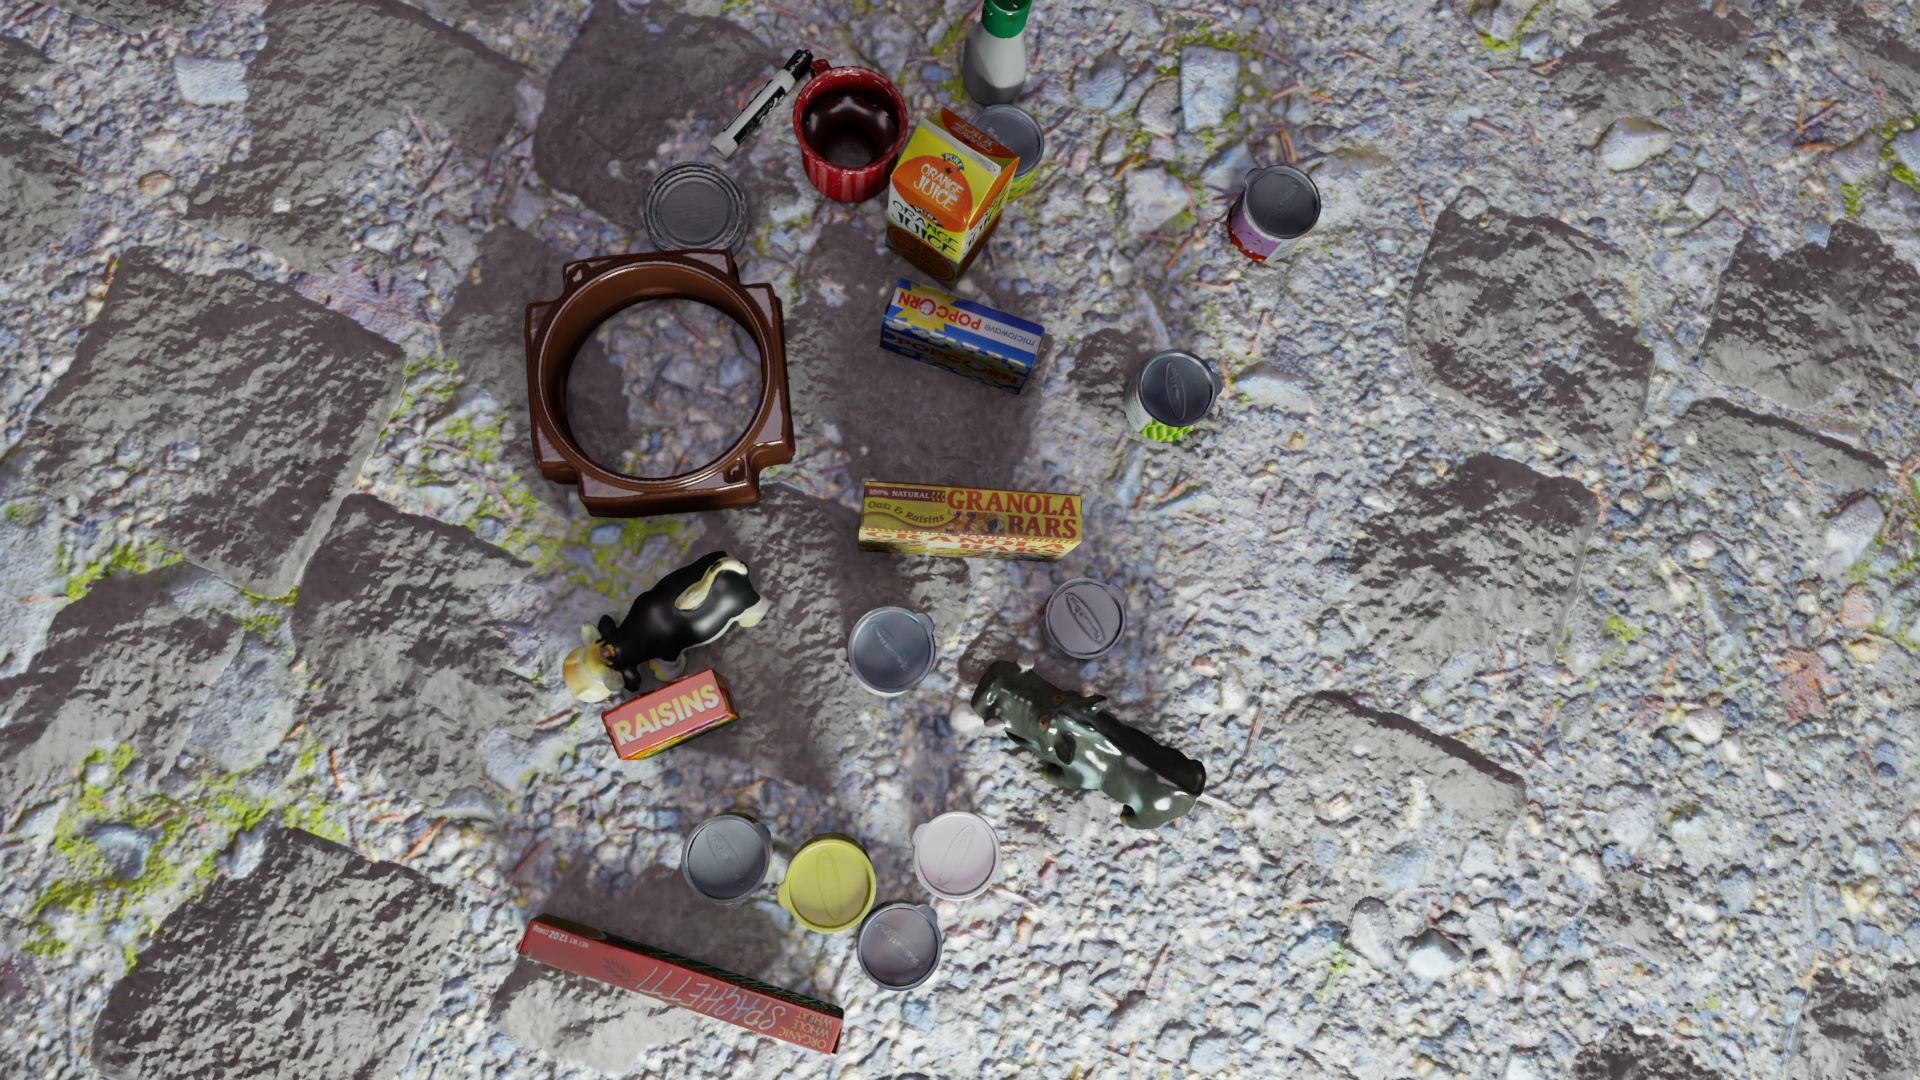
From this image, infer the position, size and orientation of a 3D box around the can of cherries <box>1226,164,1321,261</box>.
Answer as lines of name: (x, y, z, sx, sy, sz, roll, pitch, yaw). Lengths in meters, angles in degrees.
can of cherries: (0.266, -0.281, 1.191, 0.071, 0.058, 0.071, 1, 81, -5)

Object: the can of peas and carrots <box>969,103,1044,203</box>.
can of peas and carrots: (0.033, -0.324, 1.176, 0.071, 0.058, 0.071, 1, 81, -5)

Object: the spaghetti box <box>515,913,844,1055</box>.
spaghetti box: (-0.208, 0.335, 1.052, 0.250, 0.050, 0.029, 18, 80, -2)

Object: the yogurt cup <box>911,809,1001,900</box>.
yogurt cup: (-0.005, 0.244, 1.083, 0.072, 0.054, 0.072, 1, 81, -5)

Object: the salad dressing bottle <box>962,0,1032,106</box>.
salad dressing bottle: (0.032, -0.412, 1.145, 0.044, 0.147, 0.064, -28, 85, -8)

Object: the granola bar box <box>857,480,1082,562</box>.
granola bar box: (0.004, -0.014, 1.090, 0.166, 0.124, 0.039, 4, 81, -5)

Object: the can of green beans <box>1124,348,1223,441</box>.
can of green beans: (0.174, -0.120, 1.156, 0.071, 0.057, 0.071, 1, 81, -5)

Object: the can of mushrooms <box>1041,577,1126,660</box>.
can of mushrooms: (0.102, 0.063, 1.133, 0.071, 0.033, 0.071, 1, 81, -5)

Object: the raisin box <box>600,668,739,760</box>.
raisin box: (-0.215, 0.132, 1.047, 0.086, 0.123, 0.040, -22, 84, -8)

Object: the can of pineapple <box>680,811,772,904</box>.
can of pineapple: (-0.176, 0.242, 1.066, 0.071, 0.057, 0.071, 1, 81, -5)

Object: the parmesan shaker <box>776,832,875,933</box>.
parmesan shaker: (-0.101, 0.256, 1.048, 0.071, 0.103, 0.071, 1, 81, -5)

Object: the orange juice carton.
orange juice carton: (-0.008, -0.274, 1.096, 0.072, 0.192, 0.073, 35, 80, 1)

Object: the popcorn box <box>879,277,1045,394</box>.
popcorn box: (0.000, -0.165, 1.134, 0.127, 0.085, 0.038, 19, 80, -2)

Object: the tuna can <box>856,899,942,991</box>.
tuna can: (-0.046, 0.312, 1.079, 0.071, 0.032, 0.071, 1, 81, -5)

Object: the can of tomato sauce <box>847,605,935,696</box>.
can of tomato sauce: (-0.054, 0.087, 1.090, 0.071, 0.083, 0.071, 1, 81, -5)
